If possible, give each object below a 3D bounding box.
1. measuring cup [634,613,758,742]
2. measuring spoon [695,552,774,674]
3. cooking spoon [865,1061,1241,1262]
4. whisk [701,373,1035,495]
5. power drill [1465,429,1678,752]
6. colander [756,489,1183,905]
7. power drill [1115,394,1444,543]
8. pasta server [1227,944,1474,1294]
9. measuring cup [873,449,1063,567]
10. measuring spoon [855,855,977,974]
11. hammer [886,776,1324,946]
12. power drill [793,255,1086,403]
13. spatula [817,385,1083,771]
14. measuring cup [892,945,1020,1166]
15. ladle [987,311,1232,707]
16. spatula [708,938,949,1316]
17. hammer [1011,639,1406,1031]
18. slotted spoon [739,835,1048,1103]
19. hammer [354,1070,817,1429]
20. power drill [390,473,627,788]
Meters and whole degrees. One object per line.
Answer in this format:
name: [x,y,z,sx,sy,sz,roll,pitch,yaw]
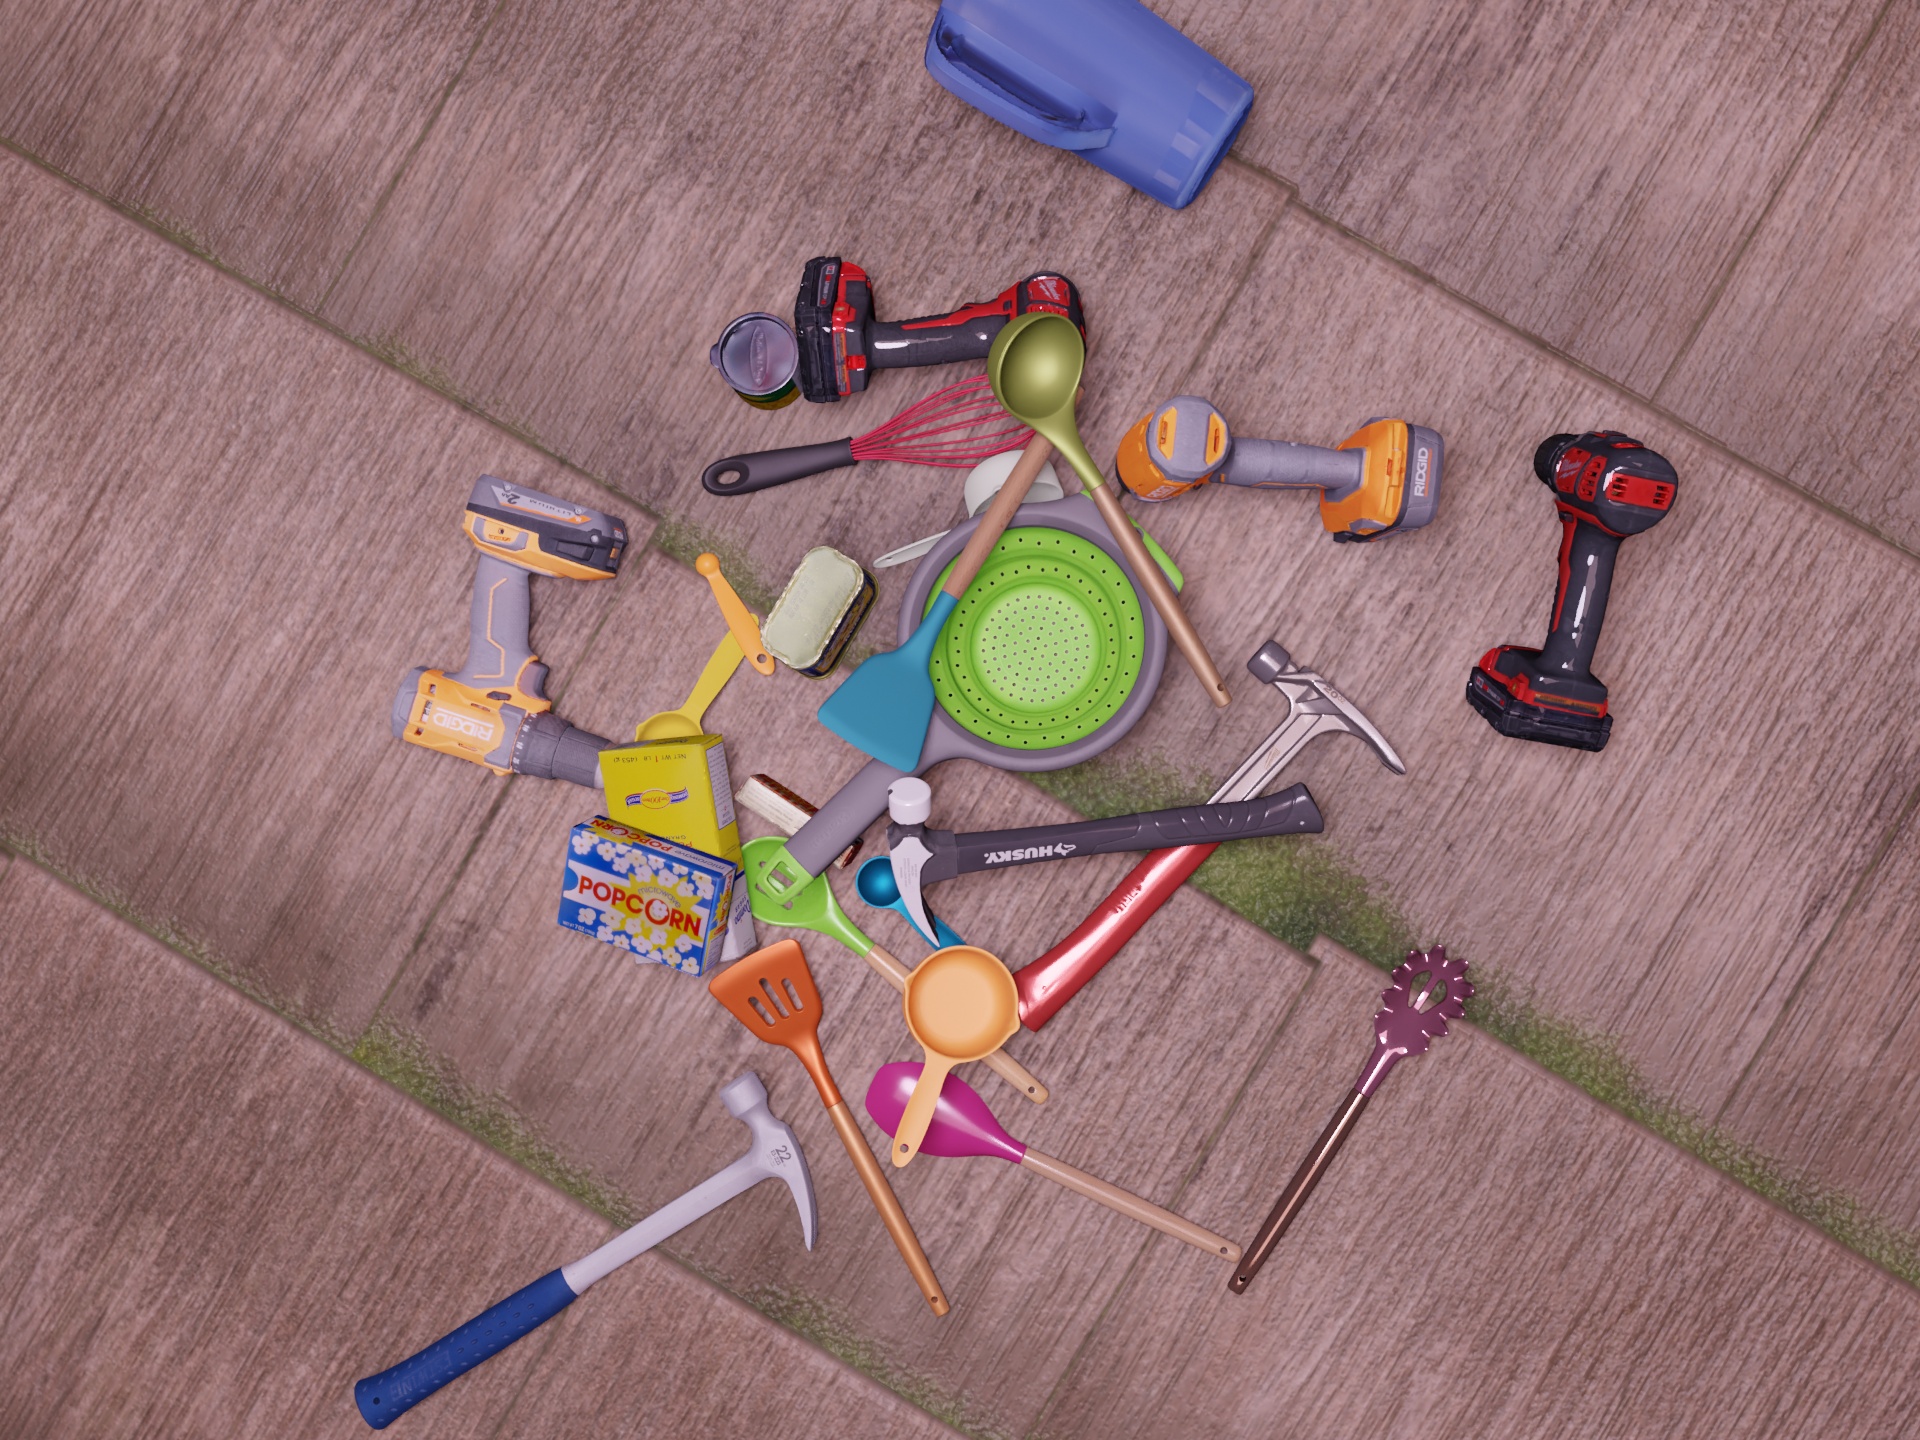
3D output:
measuring cup: [-0.208,-0.019,1.294,0.062,0.029,0.156,30,78,4]
measuring spoon: [-0.182,-0.087,1.290,0.021,0.011,0.117,-29,80,-11]
cooking spoon: [0.073,0.355,1.260,0.319,0.017,0.069,24,90,5]
whisk: [-0.067,-0.221,1.276,0.296,0.073,0.073,-11,87,10]
power drill: [0.454,-0.108,1.199,0.080,0.188,0.226,10,107,-1]
colander: [-0.002,-0.004,1.240,0.397,0.094,0.204,-44,84,1]
power drill: [0.232,-0.191,1.218,0.226,0.164,0.084,7,88,-9]
pasta server: [0.298,0.314,1.239,0.060,0.040,0.316,33,91,16]
measuring cup: [0.000,-0.167,1.270,0.167,0.083,0.038,-21,69,19]
measuring spoon: [-0.032,0.158,1.279,0.128,0.021,0.042,44,90,-5]
hammer: [0.112,0.091,1.202,0.334,0.035,0.146,-6,127,-7]
power drill: [-0.013,-0.310,1.242,0.219,0.143,0.078,-1,130,3]
spatula: [0.008,-0.115,1.177,0.082,0.044,0.317,31,88,-2]
measuring cup: [-0.018,0.258,1.226,0.095,0.052,0.174,23,80,-3]
ladle: [0.118,-0.150,1.156,0.078,0.062,0.320,-32,94,-18]
spatula: [-0.090,0.328,1.260,0.081,0.041,0.322,-28,87,1]
hammer: [0.179,0.113,1.255,0.149,0.036,0.359,43,90,4]
slotted spoon: [-0.054,0.202,1.270,0.314,0.031,0.070,39,92,2]
hammer: [-0.299,0.447,1.269,0.405,0.035,0.144,-32,86,2]
power drill: [-0.335,-0.064,1.273,0.185,0.084,0.226,18,93,2]
